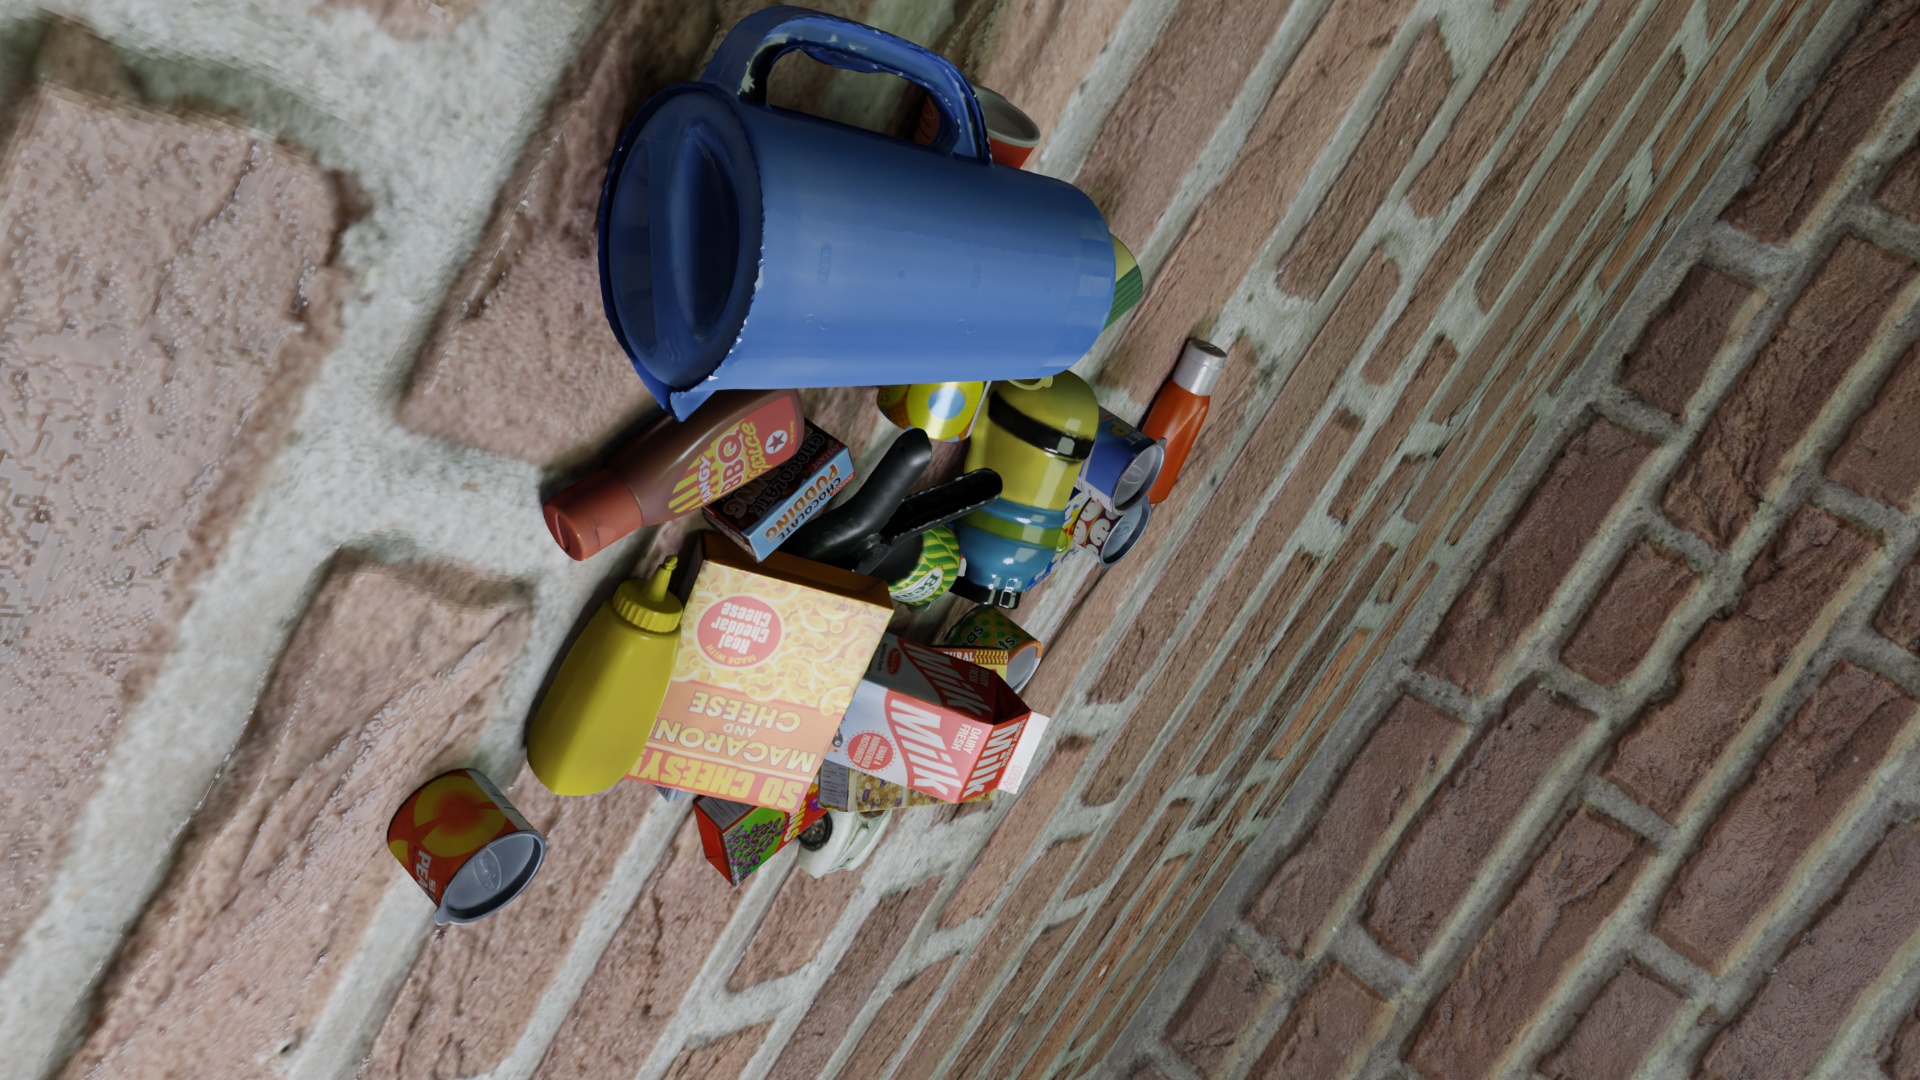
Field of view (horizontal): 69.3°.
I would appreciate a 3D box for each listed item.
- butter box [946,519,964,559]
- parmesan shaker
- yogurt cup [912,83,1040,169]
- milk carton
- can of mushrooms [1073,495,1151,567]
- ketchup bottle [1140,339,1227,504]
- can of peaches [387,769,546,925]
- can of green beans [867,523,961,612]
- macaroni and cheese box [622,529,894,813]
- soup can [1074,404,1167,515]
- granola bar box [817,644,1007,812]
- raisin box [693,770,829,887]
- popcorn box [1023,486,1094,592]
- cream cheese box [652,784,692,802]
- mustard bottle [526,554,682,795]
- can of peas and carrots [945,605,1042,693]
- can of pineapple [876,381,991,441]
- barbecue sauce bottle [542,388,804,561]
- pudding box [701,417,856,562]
[{"bbox_3d":[0.004,-0.013,1.063,0.104,0.024,0.052,-31,146,-38],"label":"butter box"},{"bbox_3d":[0.069,-0.157,0.943,0.103,0.071,0.071,-41,151,-23],"label":"parmesan shaker"},{"bbox_3d":[0.003,-0.217,0.773,0.072,0.072,0.053,-16,144,-51],"label":"yogurt cup"},{"bbox_3d":[-0.038,0.119,0.962,0.074,0.191,0.072,-83,-167,-65],"label":"milk carton"},{"bbox_3d":[0.128,-0.015,1.163,0.071,0.033,0.070,-38,150,-27],"label":"can of mushrooms"},{"bbox_3d":[0.190,-0.105,1.233,0.065,0.043,0.148,-16,135,-52],"label":"ketchup bottle"},{"bbox_3d":[-0.282,0.174,0.788,0.071,0.058,0.071,-38,151,-26],"label":"can of peaches"},{"bbox_3d":[-0.041,0.008,0.969,0.071,0.071,0.058,-55,153,3],"label":"can of green beans"},{"bbox_3d":[-0.131,0.086,0.875,0.124,0.040,0.165,17,114,-21],"label":"macaroni and cheese box"},{"bbox_3d":[0.111,-0.071,1.100,0.071,0.084,0.071,-39,151,-27],"label":"soup can"},{"bbox_3d":[-0.035,0.142,1.078,0.166,0.039,0.124,7,86,-47],"label":"granola bar box"},{"bbox_3d":[-0.141,0.196,1.065,0.124,0.040,0.085,-36,148,-28],"label":"raisin box"},{"bbox_3d":[0.085,-0.024,1.167,0.127,0.038,0.084,-36,149,-31],"label":"popcorn box"},{"bbox_3d":[-0.173,0.128,0.946,0.053,0.024,0.103,-18,137,-50],"label":"cream cheese box"},{"bbox_3d":[-0.199,0.074,0.812,0.065,0.049,0.159,4,119,-56],"label":"mustard bottle"},{"bbox_3d":[0.027,0.097,1.197,0.071,0.059,0.070,-39,150,-28],"label":"can of peas and carrots"},{"bbox_3d":[-0.016,-0.103,0.878,0.071,0.071,0.057,-17,136,-50],"label":"can of pineapple"},{"bbox_3d":[-0.153,-0.041,0.753,0.149,0.044,0.064,-35,150,-32],"label":"barbecue sauce bottle"},{"bbox_3d":[-0.109,-0.032,0.828,0.084,0.050,0.030,-43,151,-19],"label":"pudding box"}]
